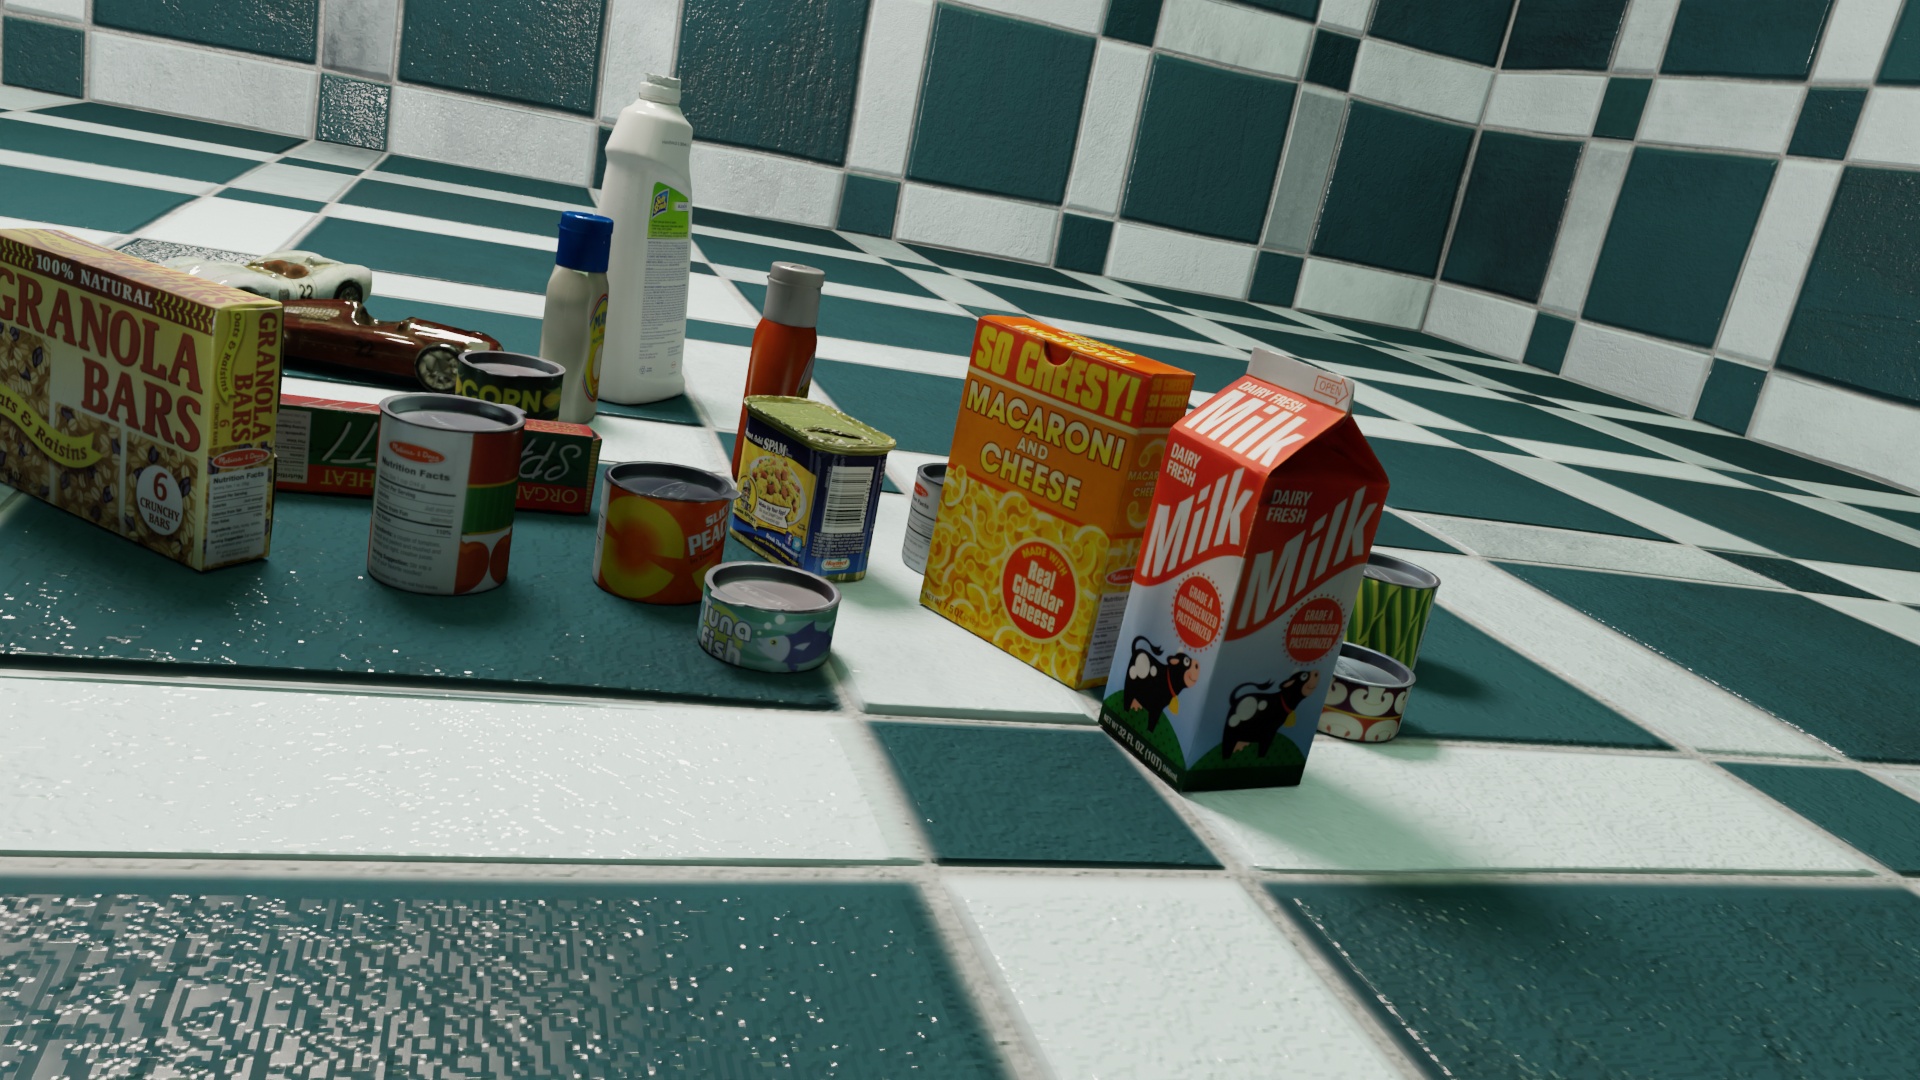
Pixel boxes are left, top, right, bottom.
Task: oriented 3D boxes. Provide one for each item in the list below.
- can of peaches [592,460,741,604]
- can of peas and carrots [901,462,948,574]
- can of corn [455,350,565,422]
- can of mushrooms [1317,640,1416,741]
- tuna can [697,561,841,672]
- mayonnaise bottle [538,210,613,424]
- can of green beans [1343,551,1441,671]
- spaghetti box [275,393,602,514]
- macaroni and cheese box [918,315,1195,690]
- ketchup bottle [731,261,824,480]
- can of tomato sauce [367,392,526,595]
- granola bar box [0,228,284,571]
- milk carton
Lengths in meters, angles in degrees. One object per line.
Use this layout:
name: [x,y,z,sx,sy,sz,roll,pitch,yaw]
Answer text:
can of peaches: [-0.153,-0.004,0.722,0.071,0.058,0.071,11,16,-3]
can of peas and carrots: [0.003,-0.011,0.850,0.071,0.058,0.071,11,16,-3]
can of corn: [-0.294,-0.087,0.901,0.071,0.058,0.071,11,16,-3]
can of mushrooms: [0.201,0.078,0.735,0.071,0.033,0.071,11,16,-3]
tuna can: [-0.094,0.037,0.670,0.071,0.032,0.071,11,16,-3]
mayonnaise bottle: [-0.277,-0.160,0.999,0.041,0.147,0.065,11,16,-1]
can of green beans: [0.250,0.043,0.844,0.071,0.057,0.071,11,16,-3]
spaghetti box: [-0.330,-0.050,0.769,0.250,0.050,0.029,5,17,-23]
macaroni and cheese box: [0.046,-0.023,0.730,0.040,0.166,0.124,-4,22,-45]
ketchup bottle: [-0.123,-0.113,0.948,0.043,0.148,0.065,12,16,3]
can of tomato sauce: [-0.249,-0.024,0.676,0.071,0.082,0.071,11,16,-3]
granola bar box: [-0.394,-0.070,0.658,0.166,0.123,0.039,19,17,23]
milk carton: [0.130,0.012,0.627,0.073,0.190,0.072,3,18,-29]
